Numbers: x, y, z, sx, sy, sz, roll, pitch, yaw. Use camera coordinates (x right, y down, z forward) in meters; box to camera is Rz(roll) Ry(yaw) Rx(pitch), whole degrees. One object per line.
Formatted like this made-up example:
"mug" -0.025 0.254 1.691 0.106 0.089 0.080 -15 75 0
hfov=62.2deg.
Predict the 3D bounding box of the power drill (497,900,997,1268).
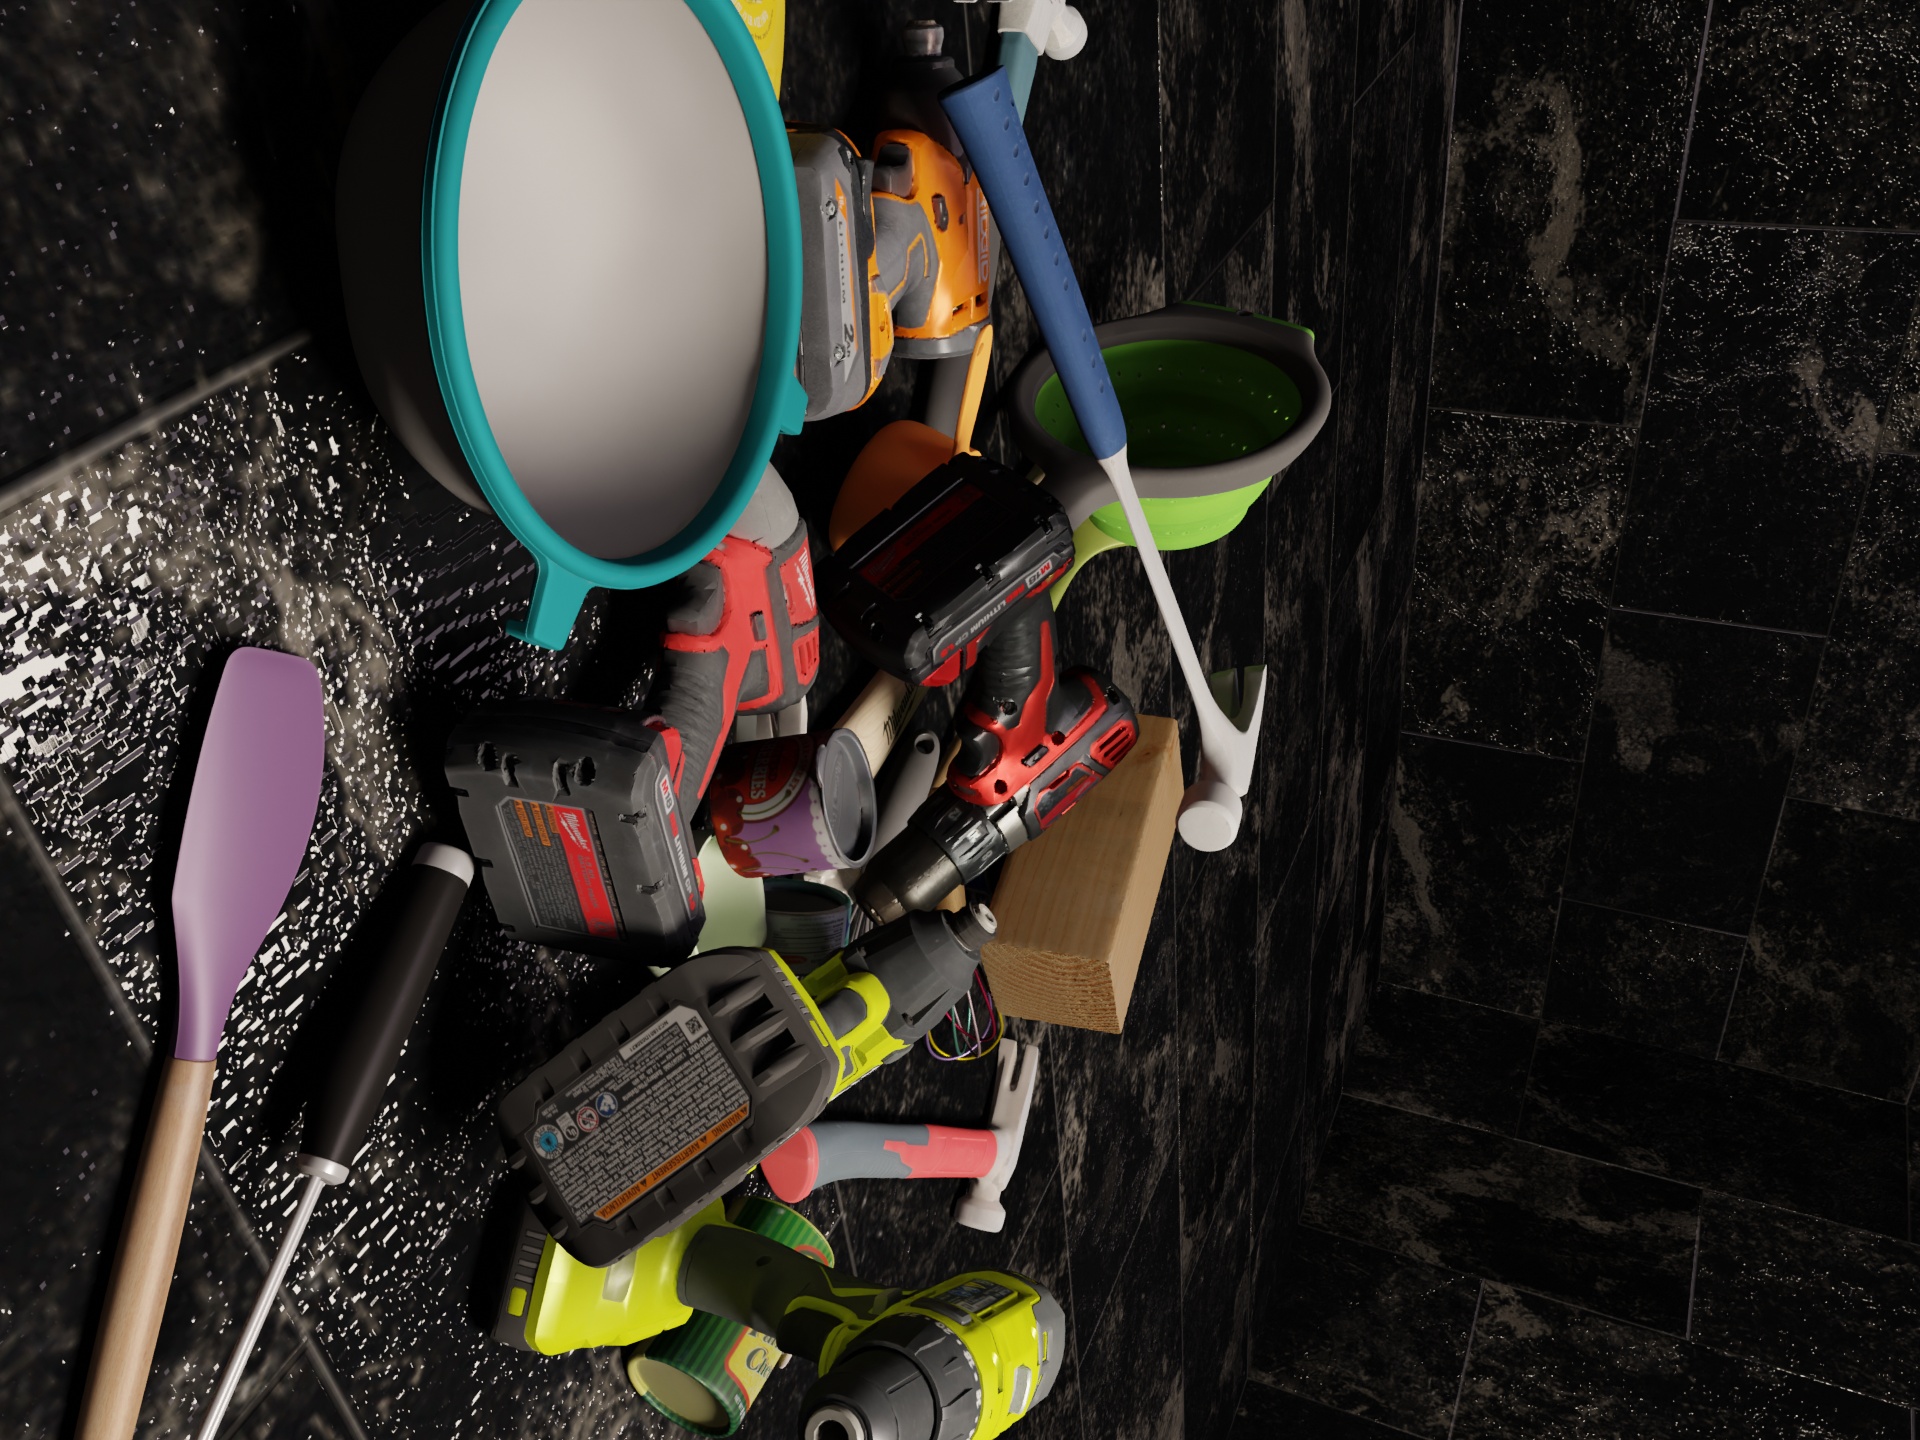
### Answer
"power drill" -0.078 0.141 0.687 0.171 0.080 0.223 -38 169 14

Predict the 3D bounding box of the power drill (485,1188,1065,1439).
"power drill" -0.084 0.256 0.681 0.190 0.228 0.080 23 79 -67

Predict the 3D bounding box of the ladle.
"ladle" 0.048 -0.044 1.088 0.320 0.078 0.062 -60 141 -27

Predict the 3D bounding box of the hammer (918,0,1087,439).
"hammer" 0.013 -0.282 0.925 0.128 0.033 0.331 16 85 -68

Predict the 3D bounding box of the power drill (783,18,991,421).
"power drill" -0.047 -0.239 0.751 0.226 0.084 0.164 -48 142 -58

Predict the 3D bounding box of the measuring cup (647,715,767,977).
"measuring cup" -0.123 0.048 0.766 0.083 0.038 0.168 52 36 -59

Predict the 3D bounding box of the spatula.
"spatula" -0.251 0.133 0.511 0.059 0.018 0.316 25 76 -73

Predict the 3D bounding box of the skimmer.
"skimmer" -0.209 0.218 0.528 0.127 0.090 0.363 135 -26 -60

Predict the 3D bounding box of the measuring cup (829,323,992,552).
"measuring cup" -0.024 -0.141 0.813 0.095 0.052 0.173 -55 169 -39

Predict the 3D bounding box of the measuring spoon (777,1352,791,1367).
"measuring spoon" -0.104 0.348 0.893 0.034 0.018 0.124 -59 179 -20

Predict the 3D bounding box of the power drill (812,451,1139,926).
"power drill" -0.001 -0.003 0.820 0.188 0.080 0.226 -41 142 -15

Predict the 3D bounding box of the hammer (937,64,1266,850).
"hammer" 0.082 -0.133 0.827 0.405 0.035 0.144 66 30 -25

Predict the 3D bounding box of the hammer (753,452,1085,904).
"hammer" -0.007 -0.073 0.970 0.411 0.038 0.146 -56 147 -44

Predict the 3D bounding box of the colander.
"colander" 0.089 -0.130 0.991 0.397 0.205 0.094 -46 145 -36

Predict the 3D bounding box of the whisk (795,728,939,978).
"whisk" -0.054 0.103 0.926 0.055 0.055 0.239 69 35 -52

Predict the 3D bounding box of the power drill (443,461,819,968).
"power drill" -0.118 -0.019 0.657 0.220 0.078 0.143 -69 162 -46

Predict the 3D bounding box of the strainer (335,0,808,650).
"strainer" -0.149 -0.207 0.506 0.211 0.095 0.340 -55 146 -49

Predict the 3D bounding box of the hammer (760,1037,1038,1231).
"hammer" -0.030 0.273 1.066 0.386 0.038 0.143 38 64 -65

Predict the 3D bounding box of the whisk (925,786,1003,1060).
"whisk" -0.002 0.141 1.052 0.051 0.047 0.244 -56 150 -46
